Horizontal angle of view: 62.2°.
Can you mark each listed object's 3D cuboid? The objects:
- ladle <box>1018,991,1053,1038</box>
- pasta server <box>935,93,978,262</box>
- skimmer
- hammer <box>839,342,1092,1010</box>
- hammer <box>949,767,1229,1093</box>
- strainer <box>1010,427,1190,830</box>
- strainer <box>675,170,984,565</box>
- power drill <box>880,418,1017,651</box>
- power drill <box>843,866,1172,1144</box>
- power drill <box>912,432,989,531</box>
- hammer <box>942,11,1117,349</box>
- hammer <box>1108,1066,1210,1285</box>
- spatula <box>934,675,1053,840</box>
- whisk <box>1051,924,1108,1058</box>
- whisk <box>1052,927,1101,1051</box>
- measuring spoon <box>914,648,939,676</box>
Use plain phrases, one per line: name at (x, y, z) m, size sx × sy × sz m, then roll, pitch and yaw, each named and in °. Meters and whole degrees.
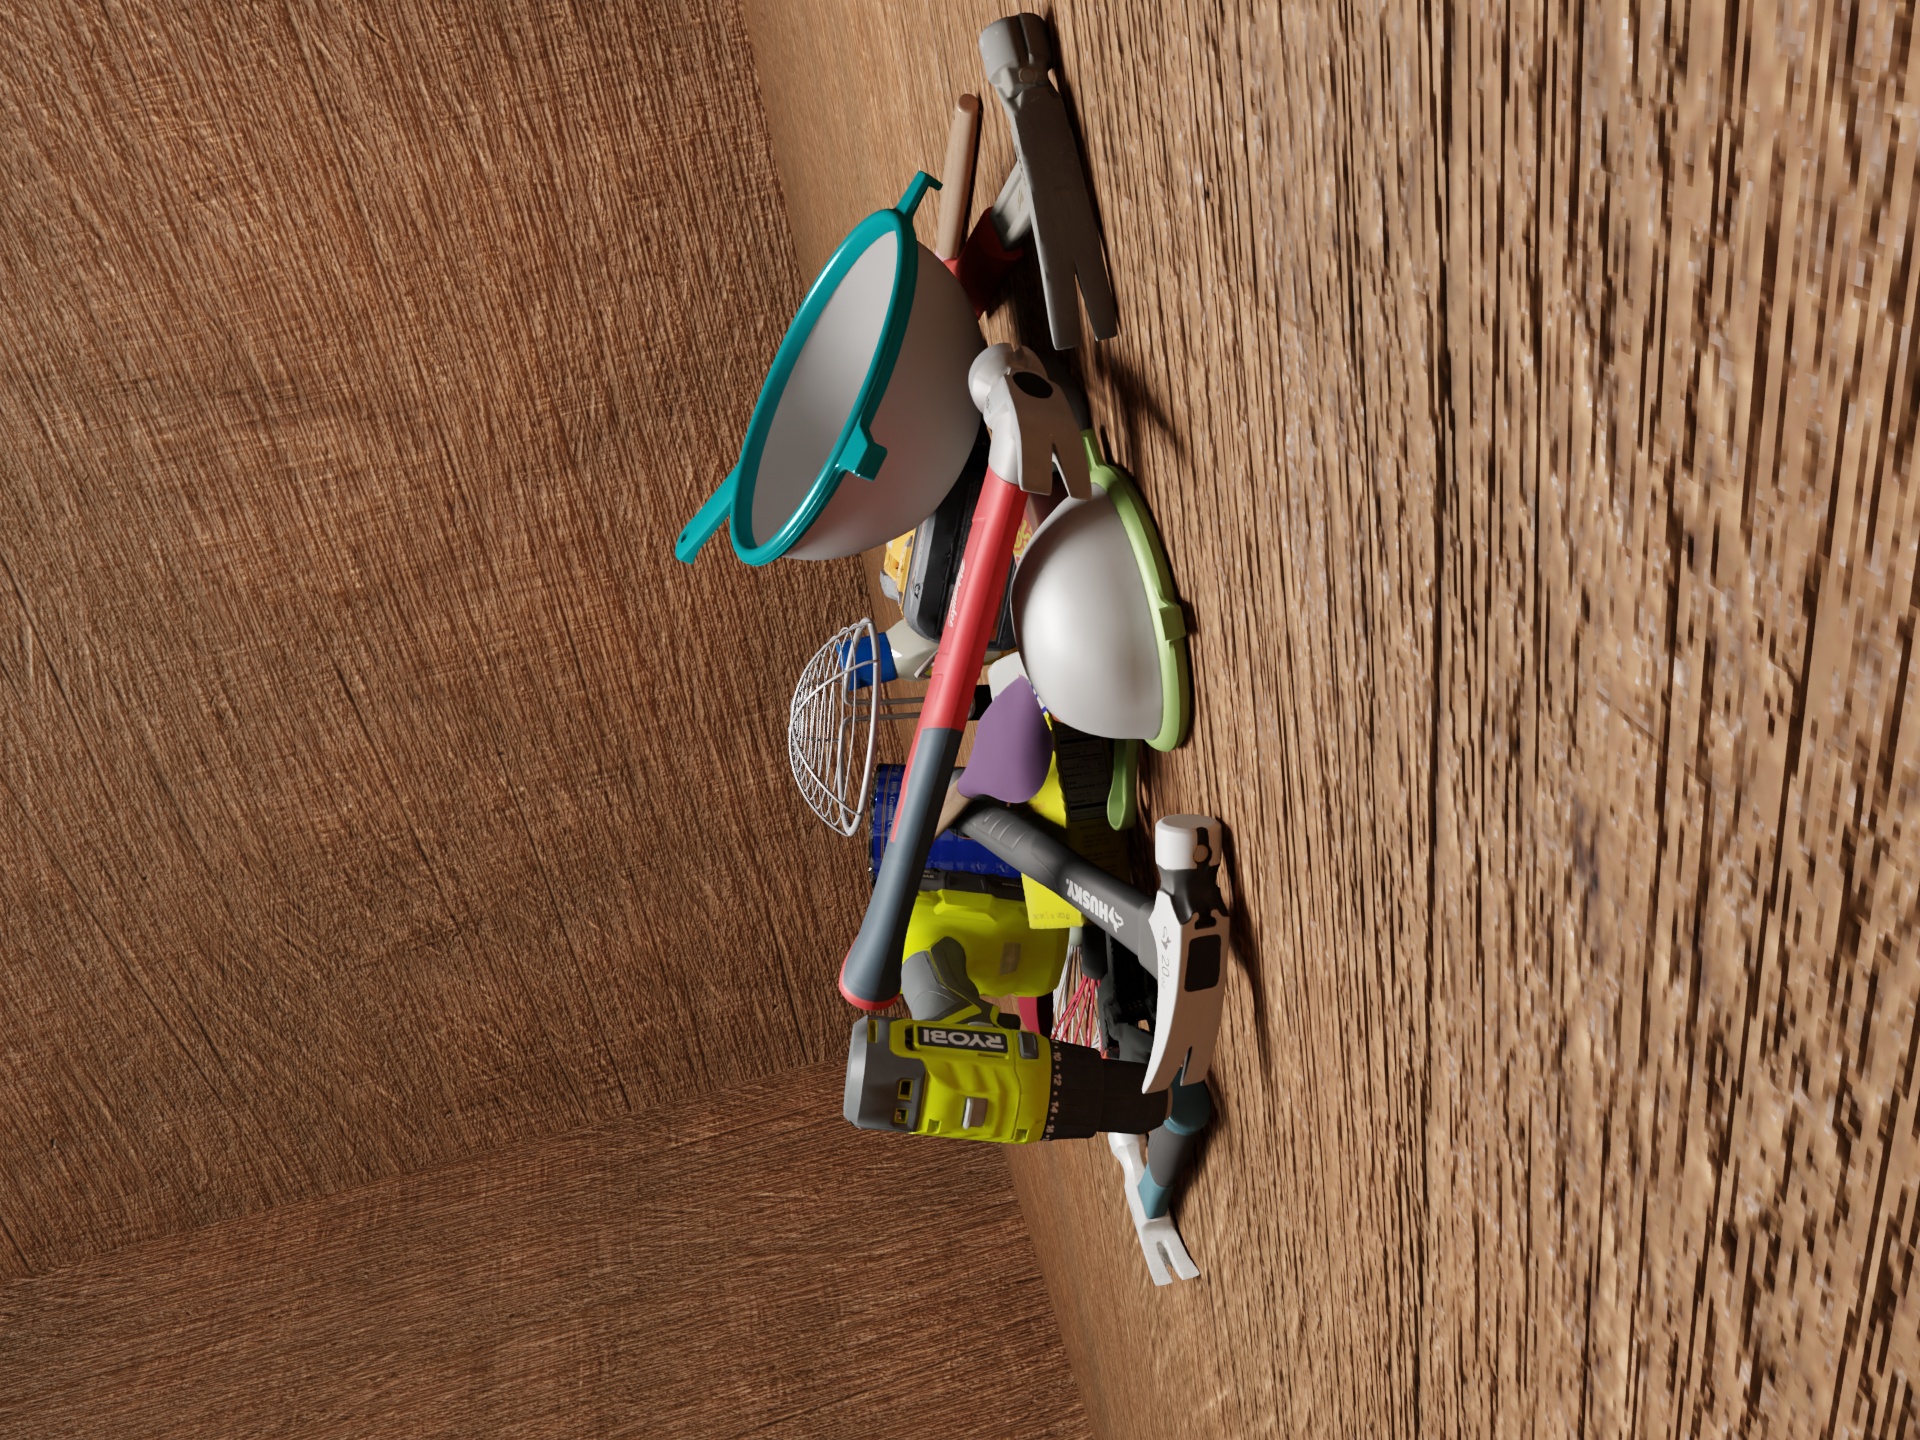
ladle at (0.069, 0.117, 1.134) m, size 0.069 × 0.031 × 0.315 m, roll -78°, pitch -4°, yaw -50°
pasta server at (-0.015, -0.328, 1.066) m, size 0.316 × 0.040 × 0.060 m, roll 116°, pitch 151°, yaw -80°
skimmer at (-0.002, -0.003, 1.044) m, size 0.363 × 0.090 × 0.127 m, roll -6°, pitch -77°, yaw -62°
hammer at (-0.008, 0.012, 0.823) m, size 0.143 × 0.038 × 0.386 m, roll -103°, pitch 24°, yaw -56°
hammer at (0.058, 0.091, 0.920) m, size 0.335 × 0.035 × 0.146 m, roll -152°, pitch 58°, yaw -66°
strainer at (0.066, -0.017, 0.855) m, size 0.256 × 0.069 × 0.152 m, roll 85°, pitch 170°, yaw -50°
strainer at (-0.076, -0.154, 0.955) m, size 0.340 × 0.095 × 0.211 m, roll -32°, pitch 44°, yaw 56°
power drill at (0.000, -0.151, 1.049) m, size 0.226 × 0.084 × 0.185 m, roll -121°, pitch 41°, yaw -71°
power drill at (0.025, 0.184, 1.007) m, size 0.229 × 0.190 × 0.080 m, roll -97°, pitch 15°, yaw -68°
power drill at (-0.018, -0.181, 1.292) m, size 0.226 × 0.080 × 0.188 m, roll 95°, pitch 161°, yaw -83°
hammer at (0.021, -0.255, 0.890) m, size 0.359 × 0.036 × 0.149 m, roll -154°, pitch 50°, yaw -82°
hammer at (0.141, 0.307, 1.106) m, size 0.330 × 0.033 × 0.128 m, roll 86°, pitch 170°, yaw -61°
spatula at (-0.002, 0.051, 0.990) m, size 0.060 × 0.018 × 0.316 m, roll 67°, pitch 156°, yaw 12°
whisk at (0.098, 0.193, 1.157) m, size 0.073 × 0.073 × 0.295 m, roll -111°, pitch 15°, yaw -51°
whisk at (0.090, 0.175, 1.237) m, size 0.058 × 0.059 × 0.246 m, roll 18°, pitch 128°, yaw 34°
measuring spoon at (0.014, -0.062, 1.106) m, size 0.018 × 0.124 × 0.034 m, roll 45°, pitch 150°, yaw 7°
